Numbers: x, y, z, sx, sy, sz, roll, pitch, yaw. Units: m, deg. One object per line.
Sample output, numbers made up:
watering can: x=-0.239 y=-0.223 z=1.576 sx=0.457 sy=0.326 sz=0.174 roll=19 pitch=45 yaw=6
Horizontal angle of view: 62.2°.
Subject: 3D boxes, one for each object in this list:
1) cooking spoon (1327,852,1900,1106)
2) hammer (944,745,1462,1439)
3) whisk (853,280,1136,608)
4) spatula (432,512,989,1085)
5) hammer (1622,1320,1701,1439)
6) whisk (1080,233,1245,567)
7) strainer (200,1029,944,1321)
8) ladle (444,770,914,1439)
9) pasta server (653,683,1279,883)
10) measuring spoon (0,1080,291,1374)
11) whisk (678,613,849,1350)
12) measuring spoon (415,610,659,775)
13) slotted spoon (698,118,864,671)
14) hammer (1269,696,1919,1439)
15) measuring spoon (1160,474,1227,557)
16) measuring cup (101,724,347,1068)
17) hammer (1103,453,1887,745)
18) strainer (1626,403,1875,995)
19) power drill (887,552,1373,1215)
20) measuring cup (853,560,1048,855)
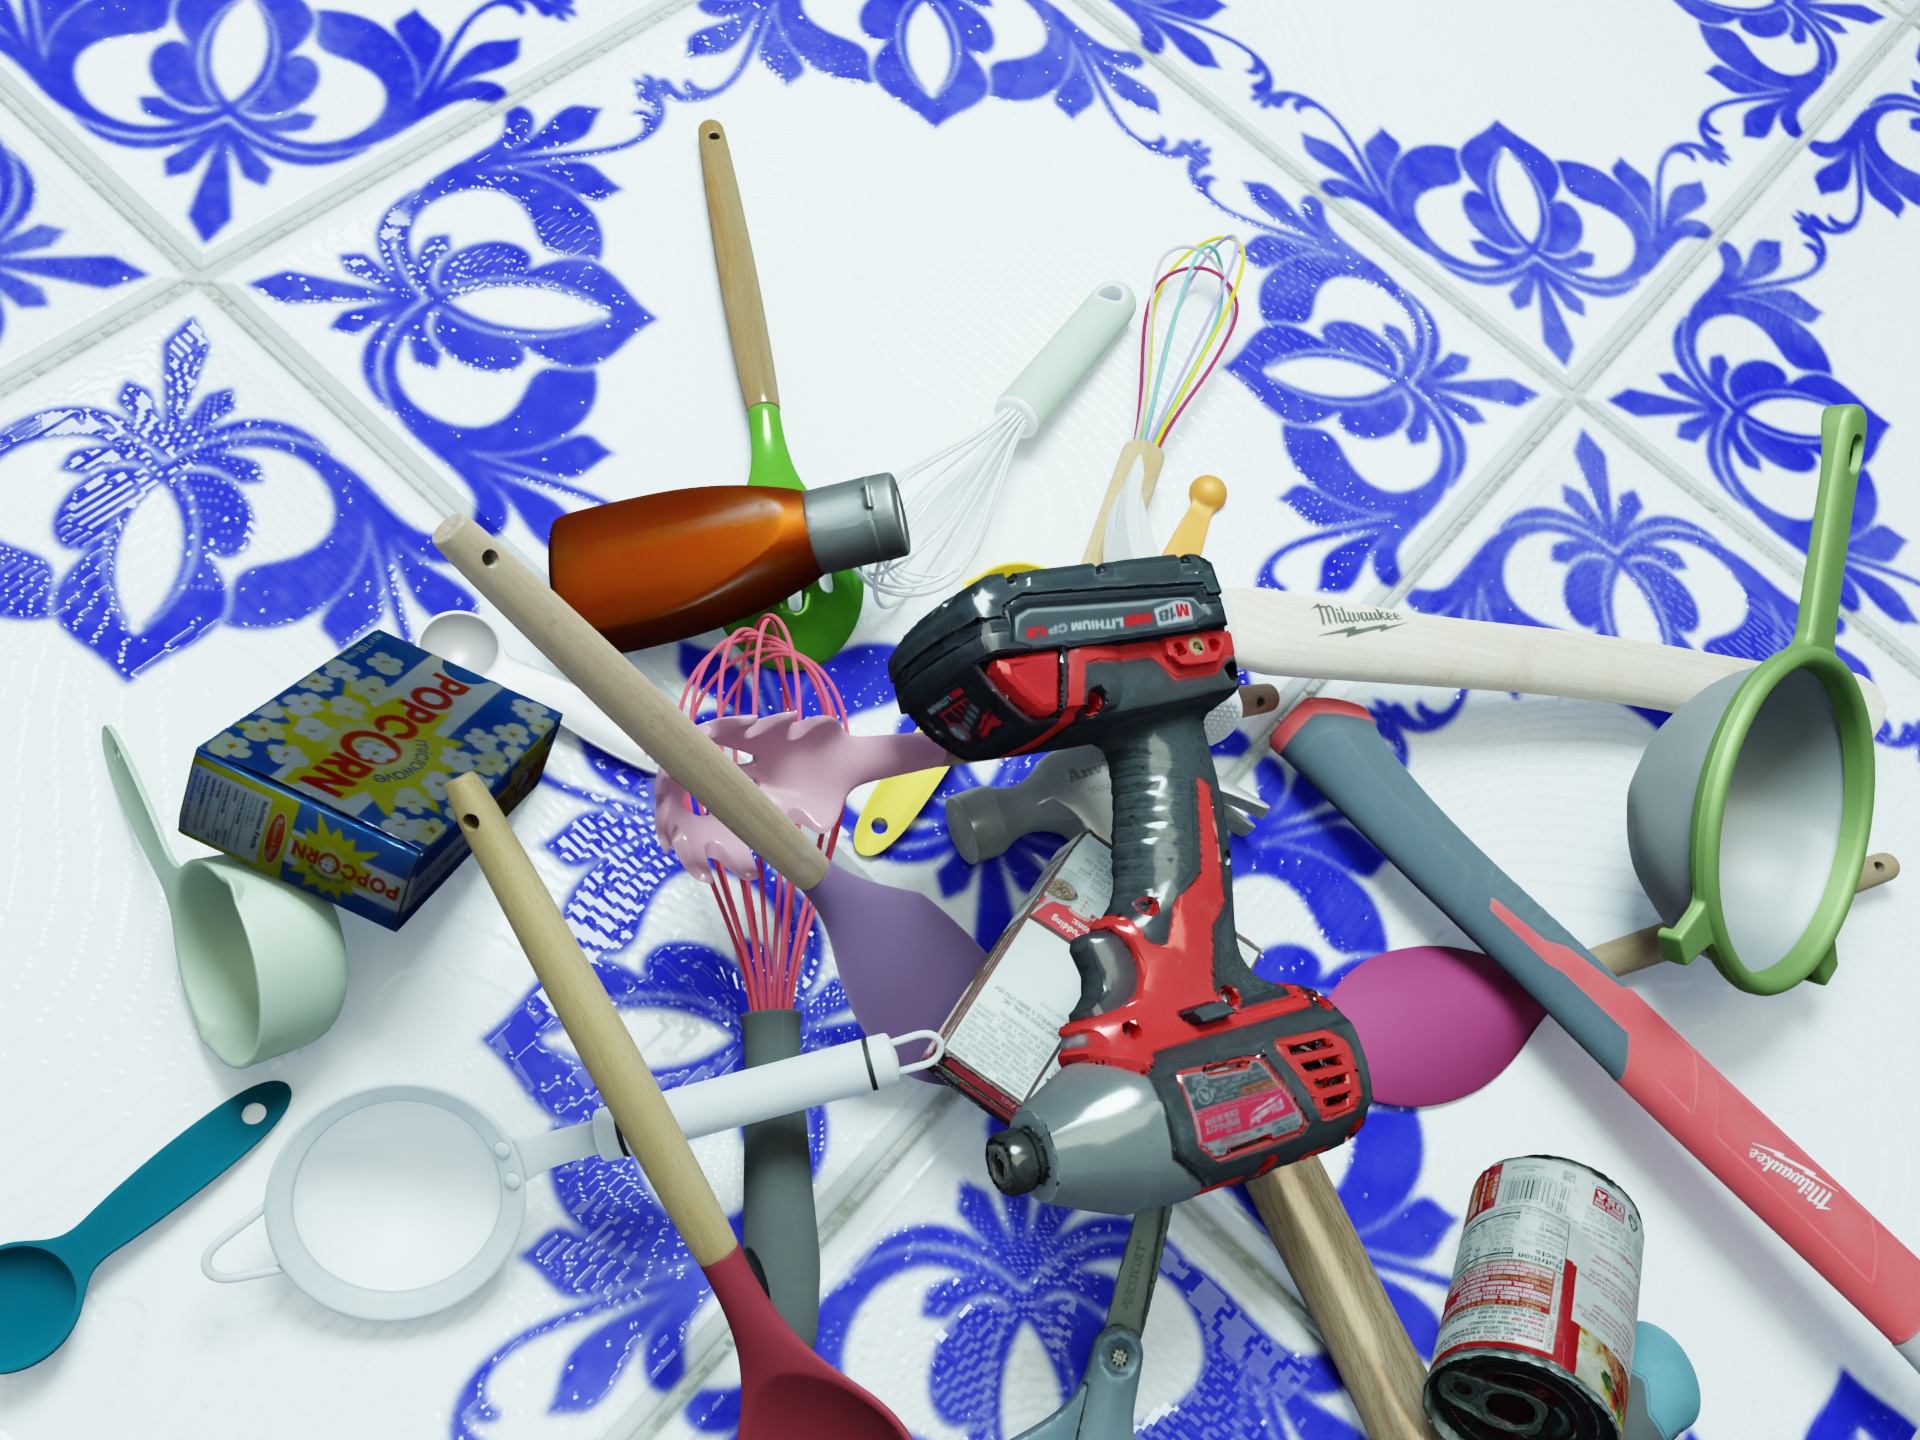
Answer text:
cooking spoon: x=0.305 y=0.106 z=0.725 sx=0.319 sy=0.017 sz=0.069 roll=-14 pitch=69 yaw=-18
hammer: x=0.119 y=0.154 z=0.650 sx=0.130 sy=0.031 sz=0.331 roll=-19 pitch=71 yaw=-21
whisk: x=0.023 y=-0.140 z=0.763 sx=0.058 sy=0.059 sz=0.246 roll=25 pitch=55 yaw=17
spatula: x=-0.068 y=0.041 z=0.553 sx=0.315 sy=0.018 sz=0.060 roll=50 pitch=63 yaw=-37
hammer: x=0.179 y=0.351 z=0.553 sx=0.331 sy=0.033 sz=0.128 roll=-43 pitch=106 yaw=-31
whisk: x=0.095 y=-0.149 z=0.791 sx=0.047 sy=0.051 sz=0.245 roll=13 pitch=65 yaw=17
strainer: x=-0.131 y=0.149 z=0.563 sx=0.258 sy=0.050 sz=0.087 roll=-14 pitch=100 yaw=-4
ladle: x=-0.095 y=0.159 z=0.537 sx=0.069 sy=0.031 sz=0.315 roll=-25 pitch=96 yaw=10
pasta server: x=0.017 y=0.010 z=0.642 sx=0.316 sy=0.040 sz=0.060 roll=-8 pitch=107 yaw=-34
measuring spoon: x=-0.289 y=0.174 z=0.556 sx=0.042 sy=0.021 sz=0.128 roll=42 pitch=54 yaw=8
whisk: x=-0.074 y=0.095 z=0.619 sx=0.073 sy=0.073 sz=0.296 roll=0 pitch=70 yaw=-13
measuring spoon: x=-0.172 y=-0.006 z=0.671 sx=0.124 sy=0.018 sz=0.034 roll=29 pitch=57 yaw=-6
slotted spoon: x=-0.100 y=-0.168 z=0.758 sx=0.070 sy=0.031 sz=0.314 roll=-5 pitch=65 yaw=-15
hammer: x=0.268 y=0.140 z=0.664 sx=0.143 sy=0.038 sz=0.386 roll=-36 pitch=72 yaw=-25
measuring spoon: x=0.106 y=-0.076 z=0.769 sx=0.021 sy=0.011 sz=0.117 roll=26 pitch=62 yaw=0
measuring cup: x=-0.277 y=0.055 z=0.594 sx=0.038 sy=0.083 sz=0.168 roll=-11 pitch=47 yaw=-43
hammer: x=0.263 y=-0.036 z=0.749 sx=0.410 sy=0.038 sz=0.146 roll=6 pitch=50 yaw=-19
strainer: x=0.344 y=-0.012 z=0.699 sx=0.151 sy=0.069 sz=0.256 roll=12 pitch=87 yaw=-39
power drill: x=0.054 y=0.059 z=0.564 sx=0.143 sy=0.078 sz=0.220 roll=-9 pitch=78 yaw=-28
measuring cup: x=-0.001 y=-0.002 z=0.707 sx=0.062 sy=0.029 sz=0.156 roll=34 pitch=74 yaw=4
